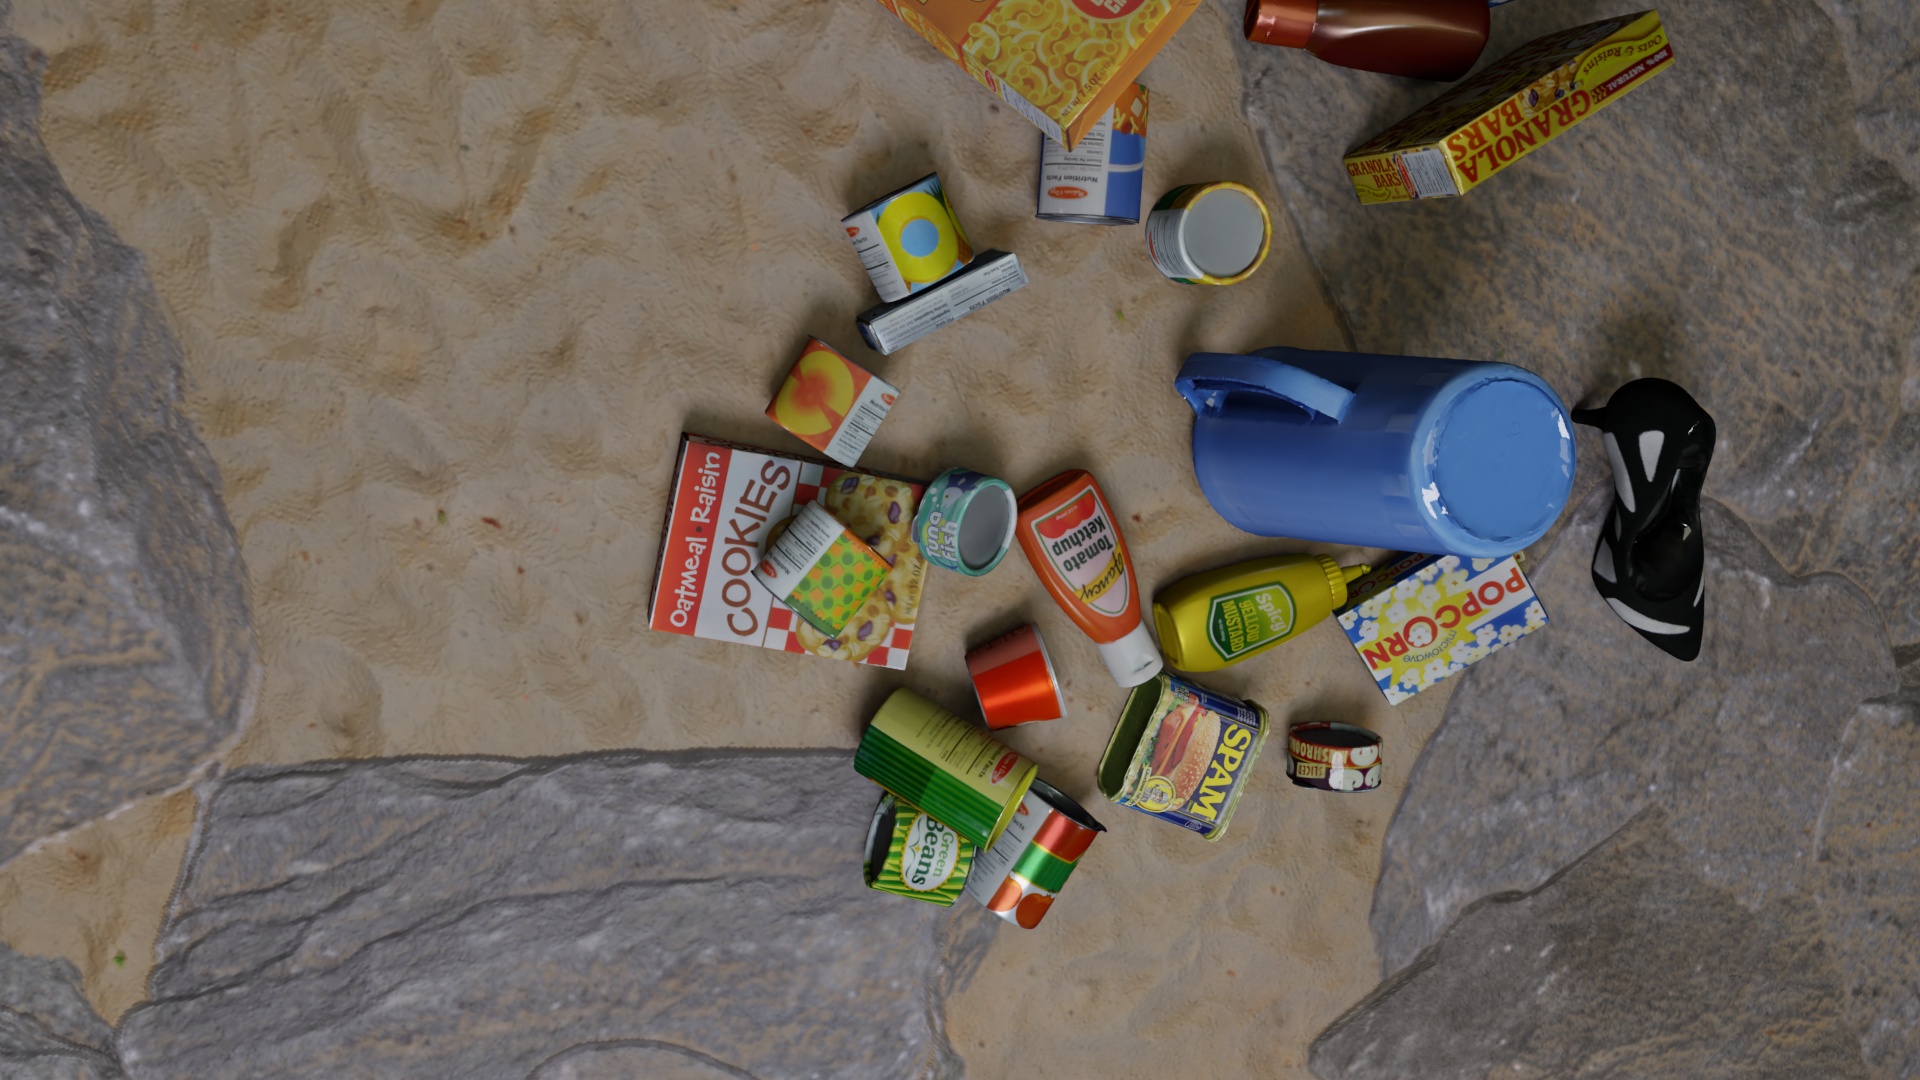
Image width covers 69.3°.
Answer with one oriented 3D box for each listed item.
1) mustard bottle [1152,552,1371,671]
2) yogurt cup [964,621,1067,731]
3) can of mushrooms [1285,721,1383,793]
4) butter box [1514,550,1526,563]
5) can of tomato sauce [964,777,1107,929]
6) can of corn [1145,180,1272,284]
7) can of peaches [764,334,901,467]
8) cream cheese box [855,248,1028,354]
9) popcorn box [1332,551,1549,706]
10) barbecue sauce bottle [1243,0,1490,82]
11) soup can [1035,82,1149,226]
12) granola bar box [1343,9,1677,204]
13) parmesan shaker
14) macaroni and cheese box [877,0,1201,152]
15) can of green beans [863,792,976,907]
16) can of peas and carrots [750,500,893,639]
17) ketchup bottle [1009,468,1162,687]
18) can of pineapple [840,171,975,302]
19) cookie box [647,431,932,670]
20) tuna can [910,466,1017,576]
[{"bbox_3d":[0.215,0.041,0.966,0.160,0.049,0.065,-19,106,-9],"label":"mustard bottle"},{"bbox_3d":[0.036,0.094,0.928,0.054,0.072,0.072,-18,104,-1],"label":"yogurt cup"},{"bbox_3d":[0.265,0.154,0.988,0.071,0.071,0.033,0,100,-13],"label":"can of mushrooms"},{"bbox_3d":[0.367,-0.020,1.003,0.053,0.024,0.103,-25,105,-7],"label":"butter box"},{"bbox_3d":[0.048,0.214,0.951,0.071,0.071,0.083,32,93,-16],"label":"can of tomato sauce"},{"bbox_3d":[0.164,-0.201,0.905,0.071,0.058,0.071,-3,101,-12],"label":"can of corn"},{"bbox_3d":[-0.082,-0.087,0.867,0.071,0.071,0.058,31,93,-16],"label":"can of peaches"},{"bbox_3d":[-0.013,-0.151,0.876,0.104,0.053,0.024,-28,107,-6],"label":"cream cheese box"},{"bbox_3d":[0.337,0.049,0.984,0.126,0.038,0.085,-31,106,12],"label":"popcorn box"},{"bbox_3d":[0.261,-0.333,0.903,0.149,0.064,0.044,6,78,-6],"label":"barbecue sauce bottle"},{"bbox_3d":[0.084,-0.243,0.877,0.071,0.071,0.083,2,99,-13],"label":"soup can"},{"bbox_3d":[0.349,-0.278,0.899,0.166,0.124,0.039,-32,106,-5],"label":"granola bar box"},{"bbox_3d":[-0.009,0.147,0.907,0.103,0.071,0.071,29,93,13],"label":"parmesan shaker"},{"bbox_3d":[0.041,-0.333,0.826,0.166,0.040,0.124,41,89,10],"label":"macaroni and cheese box"},{"bbox_3d":[-0.028,0.207,0.932,0.058,0.071,0.071,18,96,-15],"label":"can of green beans"},{"bbox_3d":[-0.082,0.019,0.844,0.071,0.071,0.059,40,89,-17],"label":"can of peas and carrots"},{"bbox_3d":[0.090,0.029,0.938,0.065,0.043,0.148,-32,106,-12],"label":"ketchup bottle"},{"bbox_3d":[-0.030,-0.188,0.859,0.071,0.071,0.057,-29,106,-6],"label":"can of pineapple"},{"bbox_3d":[-0.107,0.008,0.891,0.167,0.040,0.122,11,98,-16],"label":"cookie box"},{"bbox_3d":[0.003,-0.011,0.884,0.071,0.033,0.070,-26,124,-46],"label":"tuna can"}]
